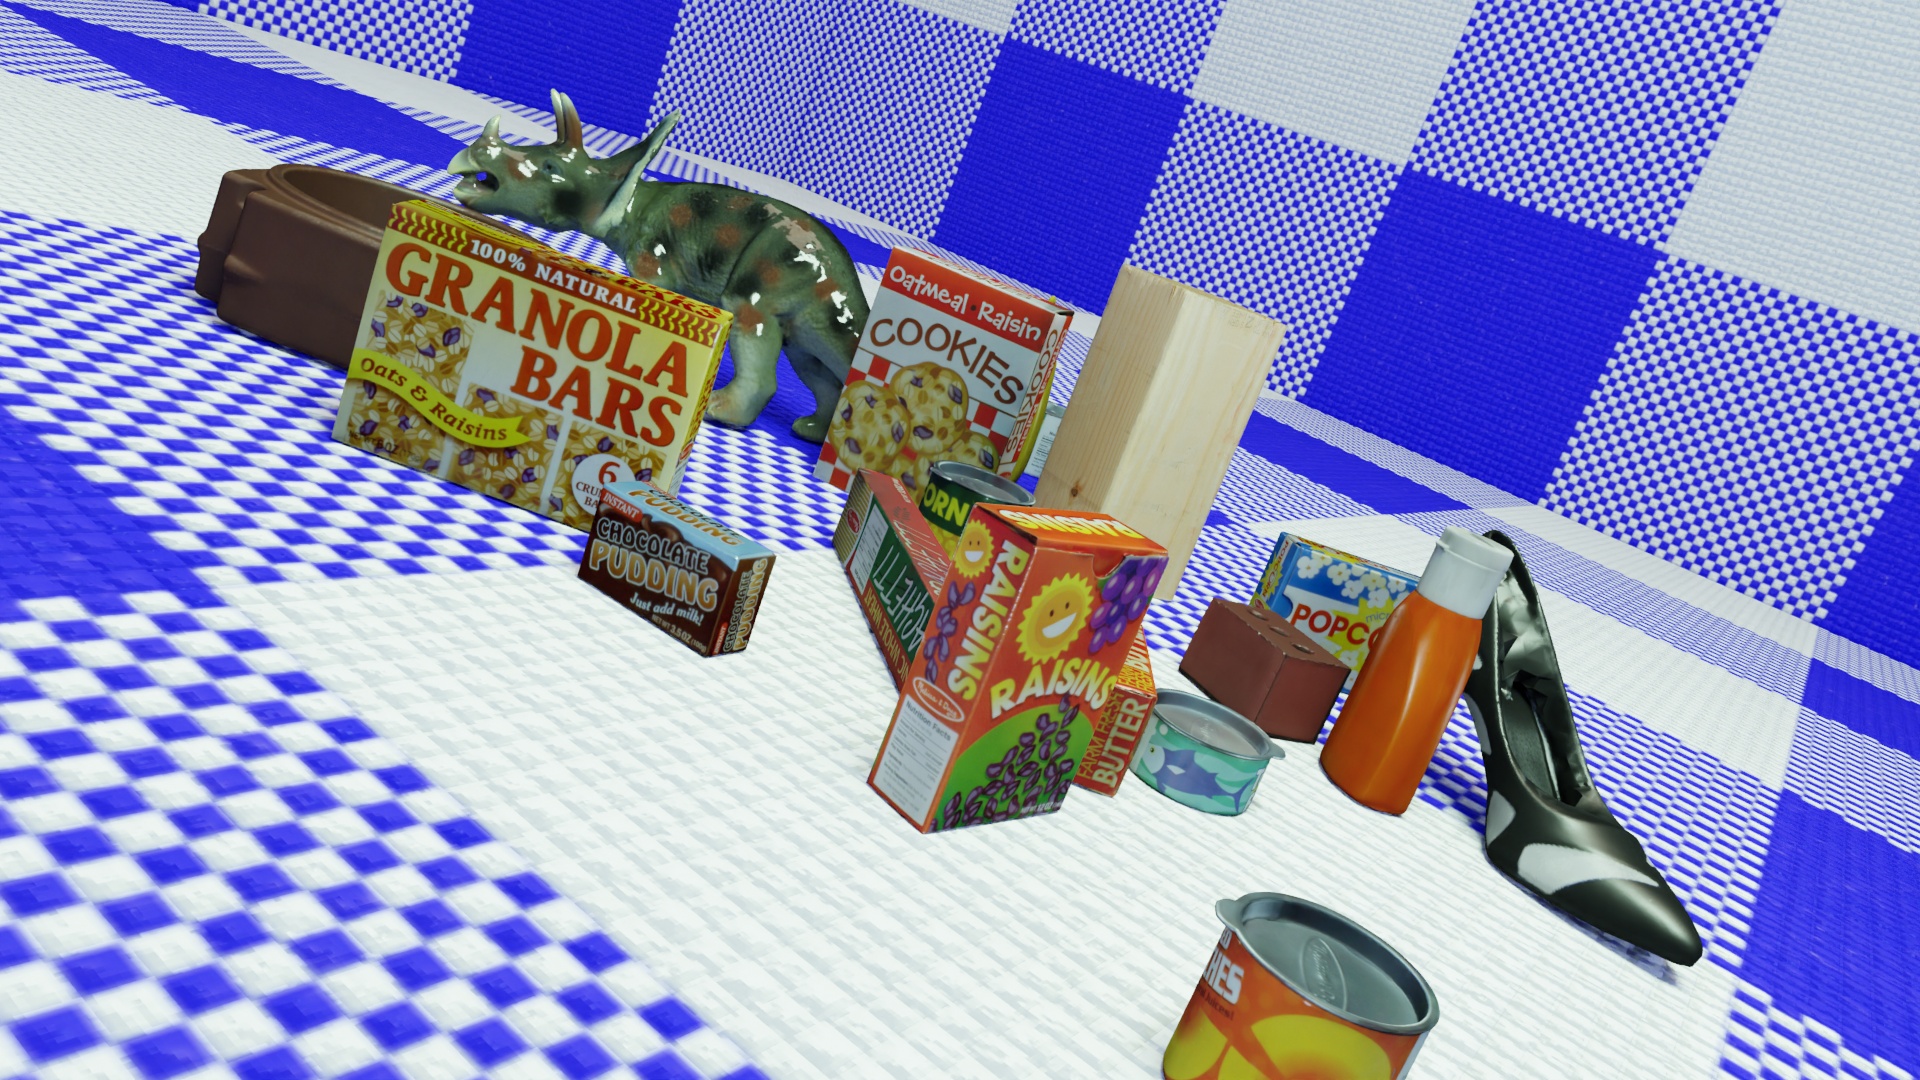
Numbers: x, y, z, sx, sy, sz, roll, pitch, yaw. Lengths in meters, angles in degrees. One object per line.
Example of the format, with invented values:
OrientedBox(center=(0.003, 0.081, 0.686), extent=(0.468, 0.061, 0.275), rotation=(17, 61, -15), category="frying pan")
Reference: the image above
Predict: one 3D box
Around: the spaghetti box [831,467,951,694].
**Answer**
OrientedBox(center=(-0.027, 0.025, 0.705), extent=(0.029, 0.050, 0.251), rotation=(16, 16, -20), category="spaghetti box")

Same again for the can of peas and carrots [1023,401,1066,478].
OrientedBox(center=(0.069, -0.092, 1.228), extent=(0.071, 0.058, 0.071), rotation=(20, 15, -5), category="can of peas and carrots")

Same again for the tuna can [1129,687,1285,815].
OrientedBox(center=(0.116, 0.101, 0.663), extent=(0.071, 0.032, 0.071), rotation=(20, 15, -5), category="tuna can")

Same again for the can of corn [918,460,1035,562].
OrientedBox(center=(0.003, -0.011, 0.856), extent=(0.071, 0.058, 0.071), rotation=(20, 15, -5), category="can of corn")

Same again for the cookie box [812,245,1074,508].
OrientedBox(center=(-0.013, -0.096, 0.923), extent=(0.123, 0.167, 0.040), rotation=(26, 15, 17), category="cookie box")

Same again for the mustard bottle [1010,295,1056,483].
OrientedBox(center=(0.038, -0.114, 1.066), extent=(0.065, 0.159, 0.049), rotation=(23, 14, 7), category="mustard bottle")

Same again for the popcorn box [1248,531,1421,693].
OrientedBox(center=(0.254, 0.054, 0.913), extent=(0.127, 0.085, 0.038), rotation=(17, 15, -14), category="popcorn box")

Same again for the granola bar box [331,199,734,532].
OrientedBox(center=(-0.210, -0.081, 0.689), extent=(0.165, 0.124, 0.039), rotation=(20, 14, -2), category="granola bar box")

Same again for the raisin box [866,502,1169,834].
OrientedBox(center=(0.023, 0.049, 0.546), extent=(0.086, 0.123, 0.040), rotation=(5, 22, -47), category="raisin box")

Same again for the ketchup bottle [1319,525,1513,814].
OrientedBox(center=(0.240, 0.066, 0.730), extent=(0.043, 0.148, 0.065), rotation=(18, 15, -12), category="ketchup bottle")

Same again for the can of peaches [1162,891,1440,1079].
OrientedBox(center=(0.100, 0.150, 0.424), extent=(0.071, 0.058, 0.071), rotation=(20, 15, -5), category="can of peaches")

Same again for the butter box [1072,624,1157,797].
OrientedBox(center=(0.070, 0.075, 0.655), extent=(0.024, 0.053, 0.104), rotation=(21, 15, -2), category="butter box")

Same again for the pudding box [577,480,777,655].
OrientedBox(center=(-0.127, 0.011, 0.622), extent=(0.084, 0.049, 0.030), rotation=(28, 16, 25), category="pudding box")
